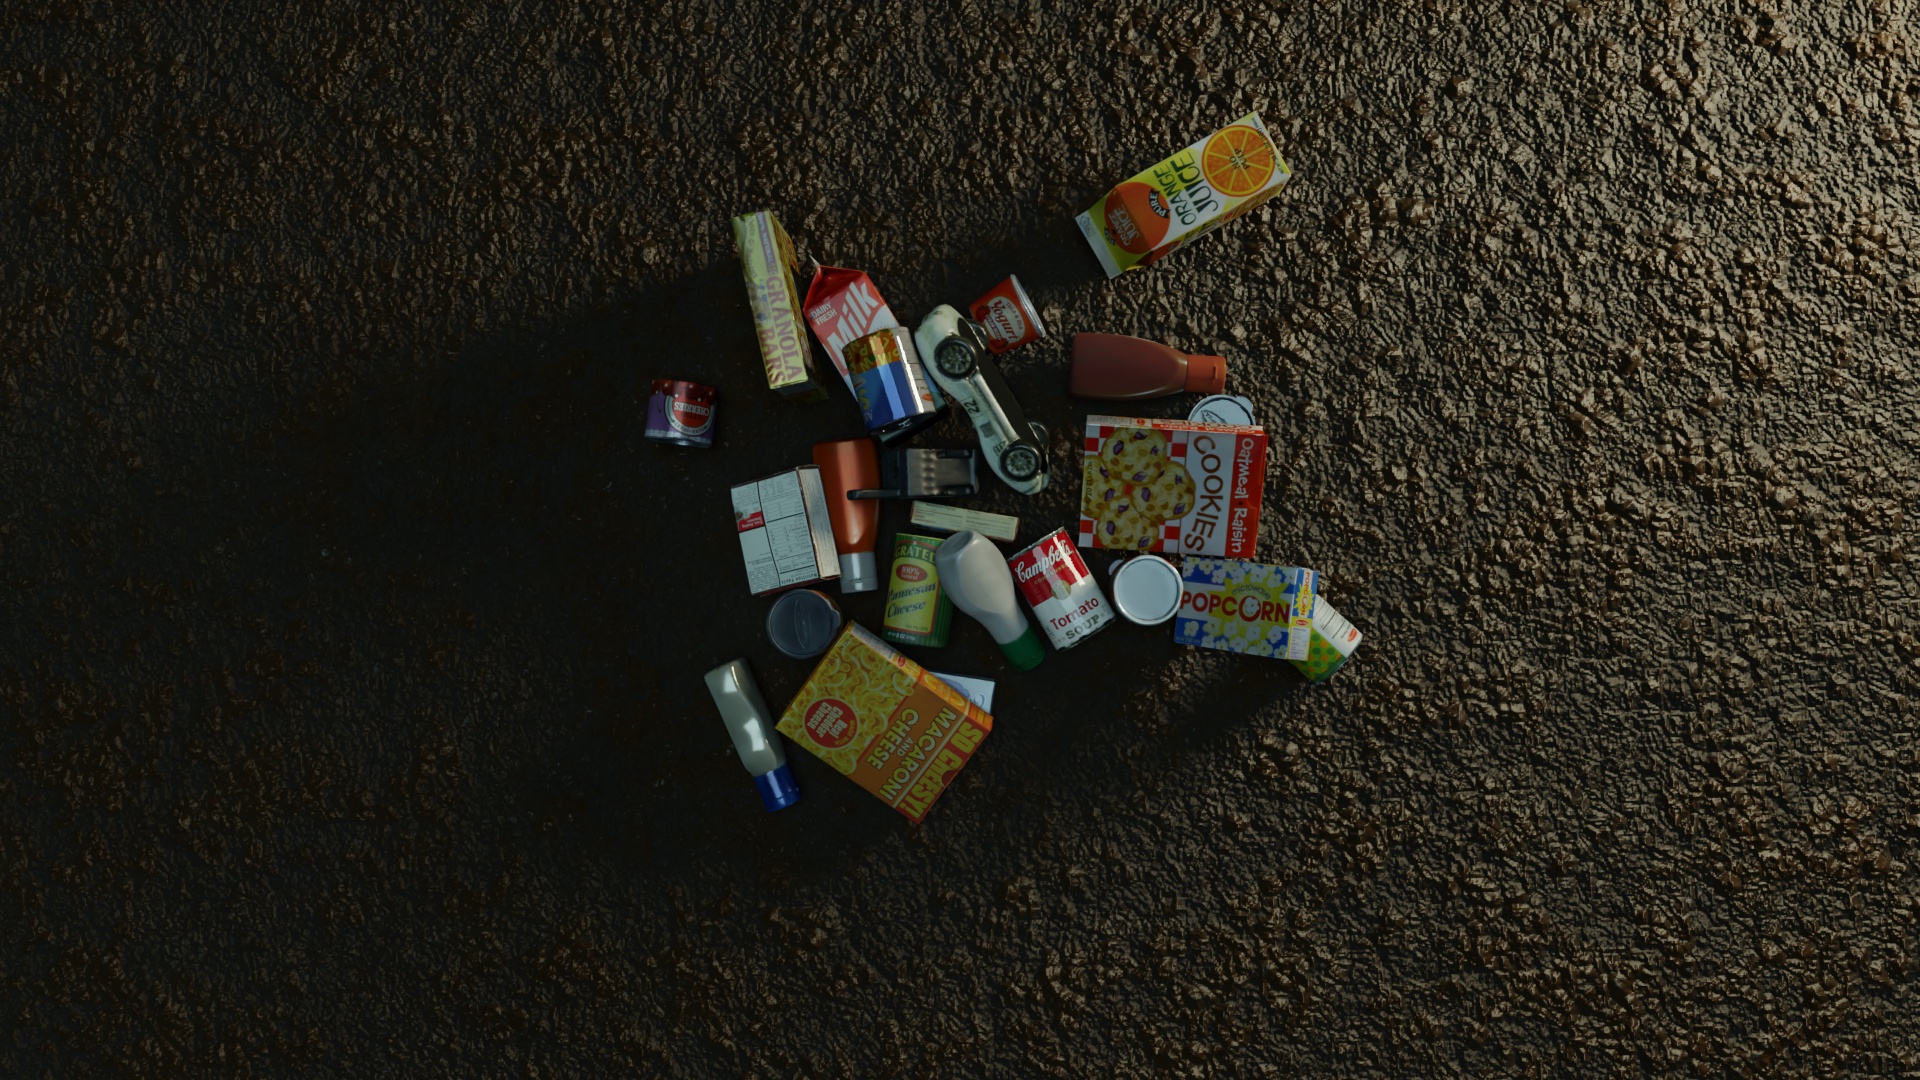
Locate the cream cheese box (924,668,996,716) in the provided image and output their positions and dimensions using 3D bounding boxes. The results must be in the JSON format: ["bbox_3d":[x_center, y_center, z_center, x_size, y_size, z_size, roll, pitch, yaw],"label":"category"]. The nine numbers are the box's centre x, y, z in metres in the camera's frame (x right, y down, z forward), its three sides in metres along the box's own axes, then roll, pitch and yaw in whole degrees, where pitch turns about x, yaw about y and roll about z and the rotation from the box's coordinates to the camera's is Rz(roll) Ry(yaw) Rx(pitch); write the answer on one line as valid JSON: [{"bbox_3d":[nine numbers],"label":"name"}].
[{"bbox_3d":[-0.020,0.154,1.348,0.104,0.024,0.053,8,90,4],"label":"cream cheese box"}]

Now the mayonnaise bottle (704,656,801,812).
[{"bbox_3d":[-0.199,0.187,1.339,0.041,0.065,0.148,-23,90,5],"label":"mayonnaise bottle"}]

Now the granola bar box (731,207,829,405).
[{"bbox_3d":[-0.171,-0.218,1.322,0.039,0.124,0.165,-14,87,3],"label":"granola bar box"}]

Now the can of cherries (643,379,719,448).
[{"bbox_3d":[-0.270,-0.123,1.350,0.071,0.071,0.058,7,87,4],"label":"can of cherries"}]

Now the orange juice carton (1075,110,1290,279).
[{"bbox_3d":[0.211,-0.325,1.331,0.193,0.073,0.072,-28,87,2],"label":"orange juice carton"}]

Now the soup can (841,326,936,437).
[{"bbox_3d":[-0.068,-0.144,1.270,0.071,0.071,0.084,-18,87,2],"label":"soup can"}]

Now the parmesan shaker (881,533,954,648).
[{"bbox_3d":[-0.034,0.049,1.331,0.071,0.071,0.103,8,88,4],"label":"parmesan shaker"}]

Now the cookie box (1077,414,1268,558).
[{"bbox_3d":[0.199,-0.050,1.313,0.167,0.040,0.122,4,108,6],"label":"cookie box"}]

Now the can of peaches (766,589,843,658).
[{"bbox_3d":[-0.147,0.080,1.341,0.071,0.058,0.071,0,87,3],"label":"can of peaches"}]

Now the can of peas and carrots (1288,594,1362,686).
[{"bbox_3d":[0.333,0.095,1.311,0.059,0.071,0.071,43,91,4],"label":"can of peas and carrots"}]

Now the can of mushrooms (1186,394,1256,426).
[{"bbox_3d":[0.252,-0.108,1.339,0.071,0.033,0.071,0,87,4],"label":"can of mushrooms"}]

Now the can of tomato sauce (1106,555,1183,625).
[{"bbox_3d":[0.173,0.045,1.312,0.071,0.083,0.071,0,88,3],"label":"can of tomato sauce"}]

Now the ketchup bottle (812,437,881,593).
[{"bbox_3d":[-0.106,-0.024,1.350,0.065,0.043,0.149,-6,87,5],"label":"ketchup bottle"}]

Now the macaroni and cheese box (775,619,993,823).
[{"bbox_3d":[-0.072,0.173,1.316,0.166,0.040,0.123,35,105,-4],"label":"macaroni and cheese box"}]

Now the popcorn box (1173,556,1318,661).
[{"bbox_3d":[0.264,0.062,1.295,0.126,0.038,0.085,6,87,44],"label":"popcorn box"}]

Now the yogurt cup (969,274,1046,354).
[{"bbox_3d":[0.044,-0.215,1.341,0.054,0.072,0.072,-27,87,10],"label":"yogurt cup"}]

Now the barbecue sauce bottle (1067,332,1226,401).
[{"bbox_3d":[0.179,-0.164,1.341,0.148,0.043,0.065,4,88,3],"label":"barbecue sauce bottle"}]

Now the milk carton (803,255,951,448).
[{"bbox_3d":[-0.090,-0.189,1.342,0.073,0.072,0.190,-32,86,2],"label":"milk carton"}]

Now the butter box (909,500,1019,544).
[{"bbox_3d":[0.005,-0.017,1.339,0.103,0.053,0.024,10,86,3],"label":"butter box"}]

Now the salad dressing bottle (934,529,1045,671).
[{"bbox_3d":[0.031,0.059,1.311,0.064,0.044,0.147,-45,117,-25],"label":"salad dressing bottle"}]
